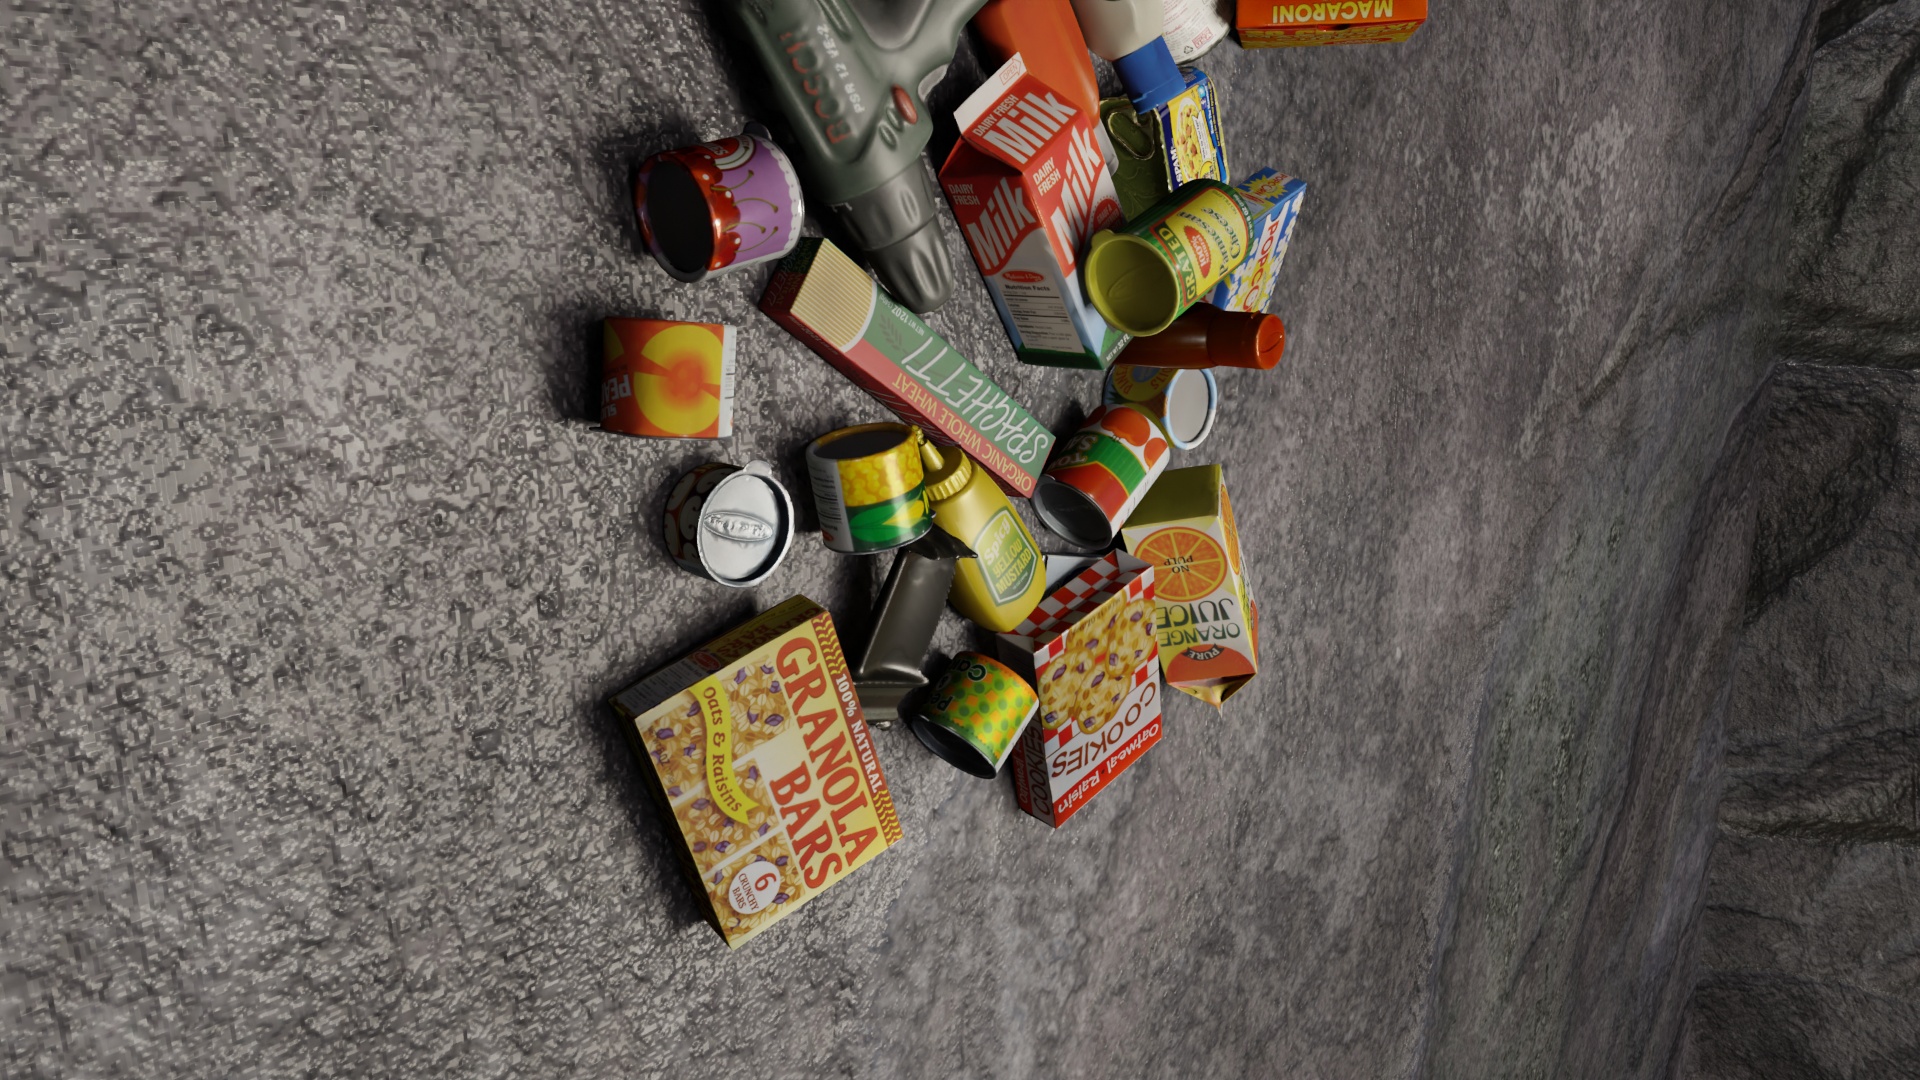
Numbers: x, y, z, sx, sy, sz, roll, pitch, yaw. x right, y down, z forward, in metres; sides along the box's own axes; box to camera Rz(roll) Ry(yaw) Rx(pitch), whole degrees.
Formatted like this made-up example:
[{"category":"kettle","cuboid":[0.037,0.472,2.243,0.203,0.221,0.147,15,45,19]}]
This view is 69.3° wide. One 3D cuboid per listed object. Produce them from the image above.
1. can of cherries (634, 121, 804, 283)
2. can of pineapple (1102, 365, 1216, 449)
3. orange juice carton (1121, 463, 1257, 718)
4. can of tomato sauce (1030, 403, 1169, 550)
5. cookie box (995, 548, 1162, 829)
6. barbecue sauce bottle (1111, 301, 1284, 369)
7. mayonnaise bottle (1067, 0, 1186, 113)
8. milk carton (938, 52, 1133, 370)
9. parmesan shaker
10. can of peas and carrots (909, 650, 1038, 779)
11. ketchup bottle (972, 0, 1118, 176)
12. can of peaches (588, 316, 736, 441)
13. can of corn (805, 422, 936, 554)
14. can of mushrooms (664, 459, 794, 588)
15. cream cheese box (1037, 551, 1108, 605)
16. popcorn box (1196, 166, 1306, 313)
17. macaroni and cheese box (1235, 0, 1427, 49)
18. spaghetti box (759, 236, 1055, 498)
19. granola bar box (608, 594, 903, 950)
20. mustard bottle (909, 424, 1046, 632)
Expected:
[{"category":"can of cherries","cuboid":[-0.123,-0.171,0.703,0.058,0.071,0.071,-28,118,-39]},{"category":"can of pineapple","cuboid":[0.146,-0.103,1.019,0.071,0.058,0.070,-14,109,-45]},{"category":"orange juice carton","cuboid":[0.182,0.043,1.065,0.072,0.073,0.191,-74,149,-53]},{"category":"can of tomato sauce","cuboid":[0.097,-0.047,0.974,0.083,0.071,0.071,-51,132,-28]},{"category":"cookie box","cuboid":[0.088,0.107,0.994,0.123,0.040,0.166,-33,132,-31]},{"category":"barbecue sauce bottle","cuboid":[0.146,-0.139,0.943,0.065,0.148,0.043,-33,122,-38]},{"category":"mayonnaise bottle","cuboid":[0.095,-0.346,0.879,0.041,0.064,0.147,-41,110,-31]},{"category":"milk carton","cuboid":[0.051,-0.205,0.881,0.072,0.073,0.189,-51,131,-27]},{"category":"parmesan shaker","cuboid":[0.131,-0.181,0.869,0.103,0.071,0.071,-41,127,-39]},{"category":"can of peas and carrots","cuboid":[0.008,0.113,0.913,0.059,0.071,0.070,-55,134,-24]},{"category":"ketchup bottle","cuboid":[0.059,-0.296,0.891,0.065,0.043,0.148,-54,133,-25]},{"category":"can of peaches","cuboid":[-0.149,-0.082,0.697,0.071,0.071,0.058,-5,103,-47]},{"category":"can of corn","cuboid":[-0.051,-0.032,0.812,0.071,0.071,0.058,-30,119,-40]},{"category":"can of mushrooms","cuboid":[-0.126,-0.011,0.761,0.071,0.033,0.071,-13,109,-45]},{"category":"cream cheese box","cuboid":[0.082,0.036,1.006,0.104,0.024,0.053,3,96,-48]},{"category":"popcorn box","cuboid":[0.207,-0.206,1.041,0.085,0.038,0.126,-38,151,-35]},{"category":"macaroni and cheese box","cuboid":[0.260,-0.375,0.983,0.167,0.124,0.040,-50,140,-70]},{"category":"spaghetti box","cuboid":[-0.023,-0.099,0.857,0.249,0.028,0.050,35,74,-46]},{"category":"granola bar box","cuboid":[-0.111,0.131,0.790,0.125,0.039,0.164,-29,120,-26]},{"category":"mustard bottle","cuboid":[0.003,-0.011,0.890,0.065,0.049,0.159,-51,132,-25]}]
